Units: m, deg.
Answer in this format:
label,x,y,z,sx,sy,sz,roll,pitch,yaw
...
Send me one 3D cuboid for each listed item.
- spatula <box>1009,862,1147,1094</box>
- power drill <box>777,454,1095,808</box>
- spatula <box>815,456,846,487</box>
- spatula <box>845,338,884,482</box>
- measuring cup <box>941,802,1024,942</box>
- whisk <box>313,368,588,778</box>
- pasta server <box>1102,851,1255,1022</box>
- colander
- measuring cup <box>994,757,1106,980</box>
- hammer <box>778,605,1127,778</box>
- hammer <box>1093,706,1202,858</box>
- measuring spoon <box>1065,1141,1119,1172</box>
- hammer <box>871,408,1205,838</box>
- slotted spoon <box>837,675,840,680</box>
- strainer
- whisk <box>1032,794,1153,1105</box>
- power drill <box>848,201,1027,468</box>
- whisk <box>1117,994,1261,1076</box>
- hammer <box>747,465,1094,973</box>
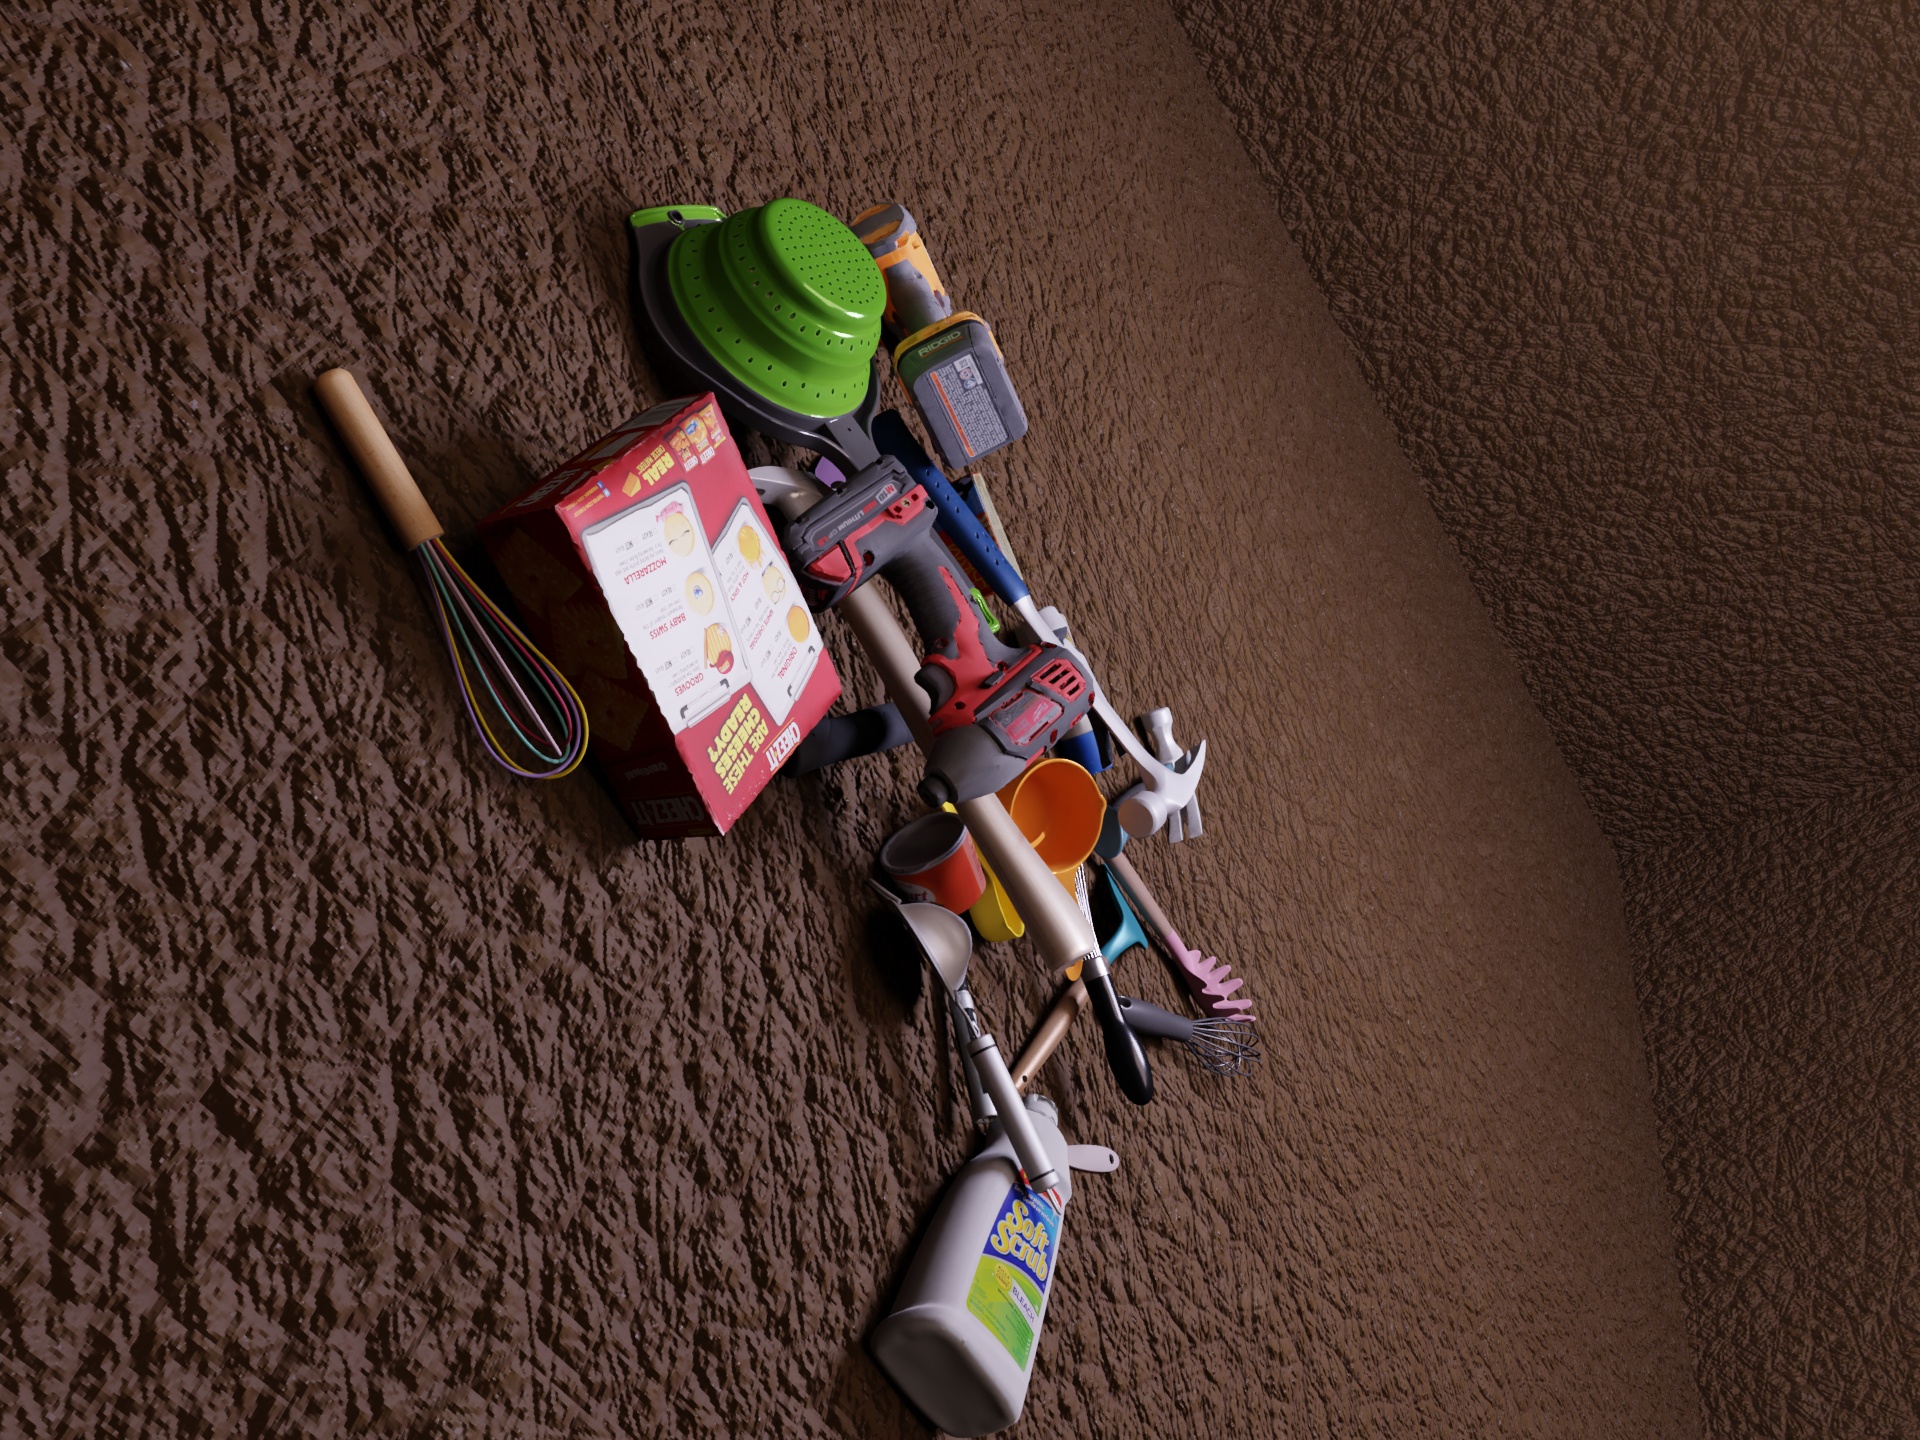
label,x,y,z,sx,sy,sz,roll,pitch,yaw
spatula,0.097,0.215,1.302,0.082,0.044,0.317,61,34,-9
power drill,-0.026,-0.052,1.051,0.143,0.078,0.219,-41,90,-26
spatula,-0.023,-0.088,1.305,0.315,0.018,0.060,54,28,-22
spatula,-0.086,-0.252,1.254,0.080,0.041,0.323,44,32,-39
measuring cup,0.002,0.104,1.191,0.156,0.029,0.062,59,19,-26
whisk,-0.272,-0.078,0.854,0.245,0.047,0.051,61,31,-6
pasta server,0.180,0.171,1.444,0.316,0.040,0.060,54,17,-27
colander,-0.074,-0.239,1.141,0.397,0.094,0.204,54,37,3
measuring cup,0.064,0.112,1.219,0.095,0.052,0.173,-13,102,-32
hammer,-0.002,-0.004,1.220,0.409,0.036,0.149,-14,69,-54
hammer,0.168,0.071,1.459,0.128,0.033,0.331,71,20,-2
measuring spoon,0.096,0.334,1.222,0.124,0.018,0.034,25,50,-52
hammer,0.058,-0.090,1.309,0.405,0.035,0.144,52,34,5
slotted spoon,-0.175,-0.066,1.025,0.313,0.031,0.070,26,55,-54
strainer,0.012,0.213,1.080,0.086,0.050,0.259,81,-17,-73
whisk,0.095,0.166,1.259,0.070,0.070,0.285,4,61,-59
power drill,-0.017,-0.309,1.345,0.185,0.084,0.226,59,6,-49
whisk,0.196,0.276,1.406,0.238,0.055,0.055,26,49,-45
hammer,-0.032,-0.007,1.109,0.146,0.038,0.411,-4,59,-58
